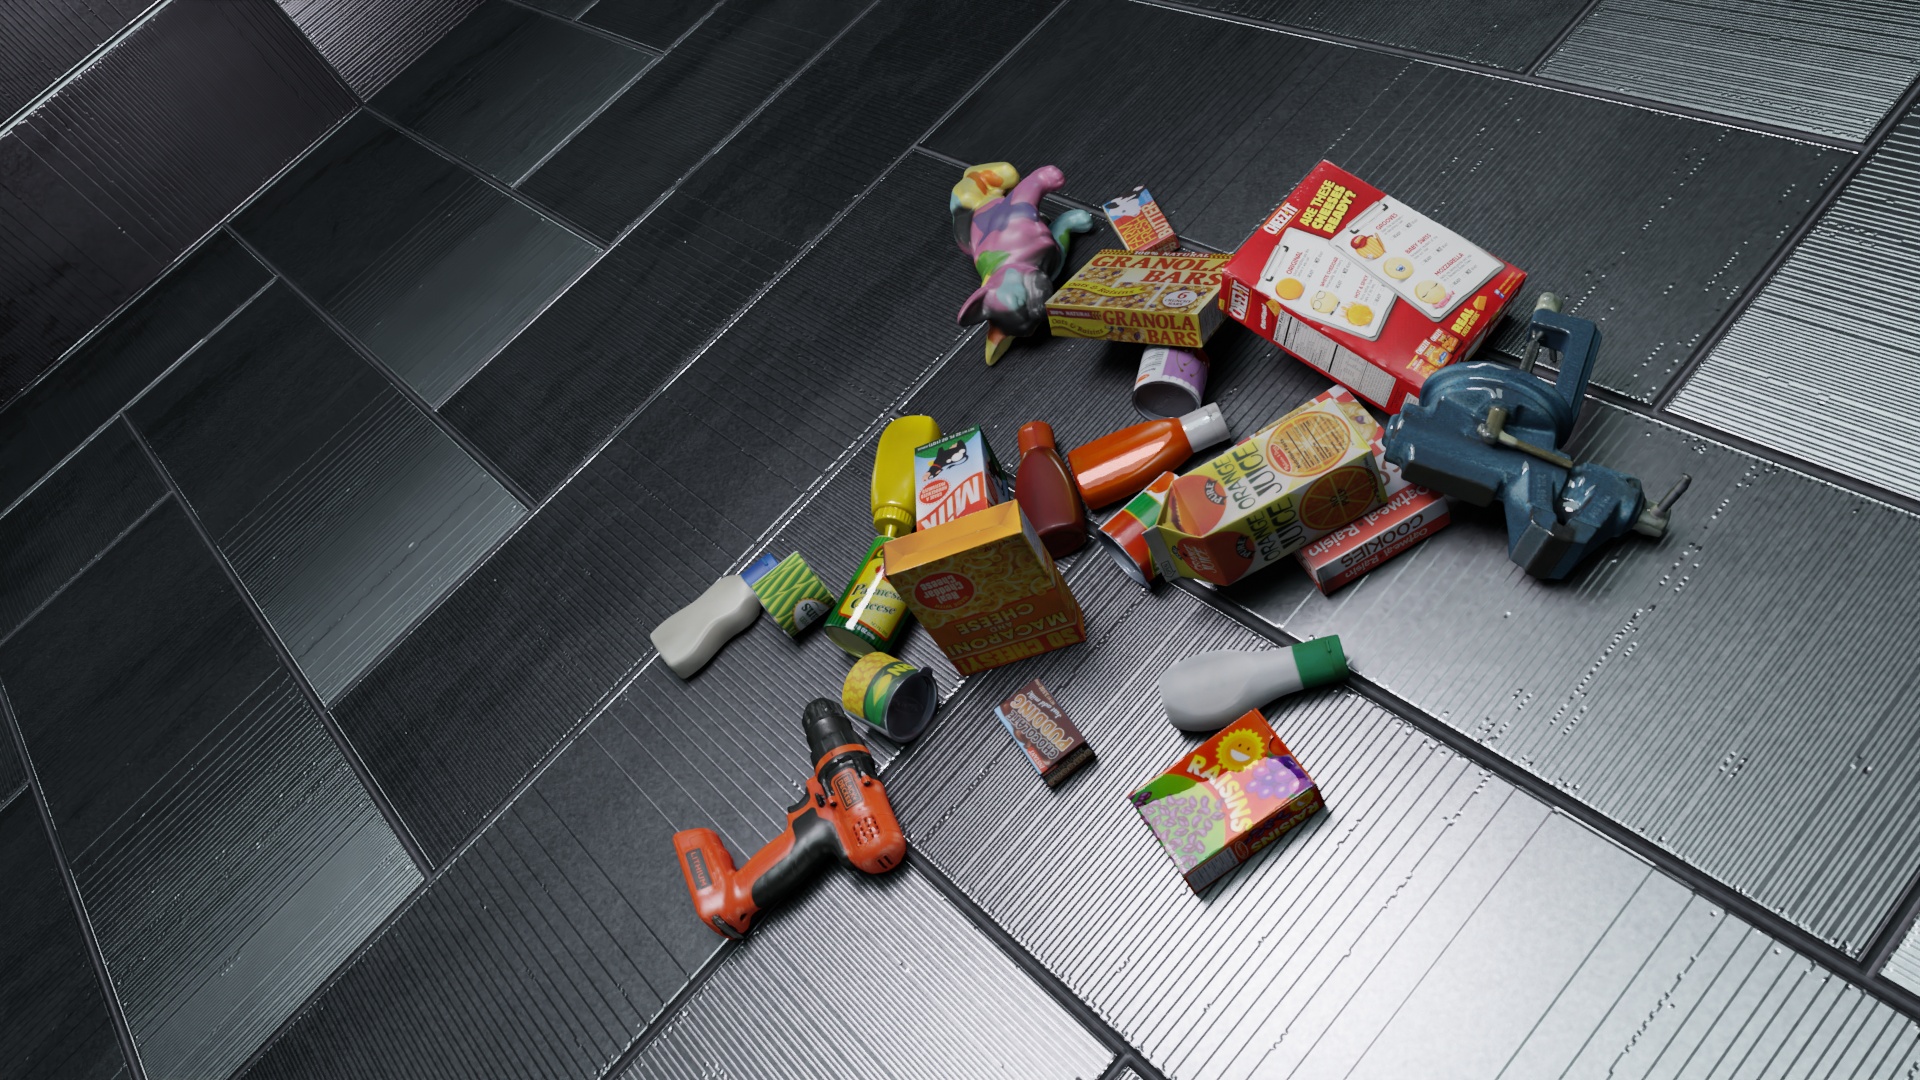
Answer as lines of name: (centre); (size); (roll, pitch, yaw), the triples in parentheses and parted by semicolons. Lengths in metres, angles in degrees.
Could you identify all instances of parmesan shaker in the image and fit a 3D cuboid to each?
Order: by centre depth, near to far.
parmesan shaker: (-0.074, 0.057, 1.315); (0.071, 0.071, 0.103); (12, 62, 35)

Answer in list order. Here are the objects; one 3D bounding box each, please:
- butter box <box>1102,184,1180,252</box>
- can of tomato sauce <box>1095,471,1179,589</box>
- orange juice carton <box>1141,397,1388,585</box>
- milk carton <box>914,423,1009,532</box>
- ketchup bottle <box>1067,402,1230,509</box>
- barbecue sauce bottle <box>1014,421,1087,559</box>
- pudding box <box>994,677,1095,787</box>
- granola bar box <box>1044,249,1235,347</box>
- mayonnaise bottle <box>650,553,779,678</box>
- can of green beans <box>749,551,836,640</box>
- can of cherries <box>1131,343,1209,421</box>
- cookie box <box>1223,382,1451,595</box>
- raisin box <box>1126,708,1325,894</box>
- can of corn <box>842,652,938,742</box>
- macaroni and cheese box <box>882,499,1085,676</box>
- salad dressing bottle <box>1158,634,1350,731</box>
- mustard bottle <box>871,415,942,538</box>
butter box: (0.197, -0.343, 1.516); (0.053, 0.024, 0.104); (-27, 46, 7)
can of tomato sauce: (0.174, -0.010, 1.234); (0.083, 0.071, 0.071); (-40, 47, -7)
orange juice carton: (0.246, -0.030, 1.152); (0.192, 0.071, 0.073); (-28, 45, 7)
milk carton: (0.005, -0.016, 1.307); (0.072, 0.073, 0.191); (-19, 40, 14)
ketchup bottle: (0.178, -0.084, 1.306); (0.149, 0.043, 0.065); (-23, 50, 10)
barbecue sauce bottle: (0.080, -0.052, 1.332); (0.065, 0.043, 0.149); (-24, 46, 19)
pudding box: (0.071, 0.162, 1.176); (0.050, 0.030, 0.084); (-36, 46, -1)
granola bar box: (0.185, -0.239, 1.359); (0.165, 0.039, 0.125); (10, 41, 34)
mayonnaise bottle: (-0.240, 0.072, 1.407); (0.148, 0.041, 0.065); (-39, 48, -6)
can of green beans: (-0.164, 0.053, 1.363); (0.058, 0.071, 0.071); (-37, 46, -4)
can of cherries: (0.204, -0.151, 1.334); (0.071, 0.071, 0.059); (-1, 53, 27)
cookie box: (0.323, -0.047, 1.203); (0.123, 0.040, 0.168); (-30, 45, 3)
raisin box: (0.203, 0.199, 1.069); (0.123, 0.040, 0.086); (-34, 45, -1)
can of corn: (-0.062, 0.137, 1.241); (0.058, 0.071, 0.071); (20, 66, 38)
macaroni and cheese box: (0.024, 0.044, 1.201); (0.123, 0.166, 0.040); (-18, 48, 15)
salad dressing bottle: (0.236, 0.112, 1.120); (0.147, 0.043, 0.064); (-17, 47, 14)
mustard bottle: (-0.060, -0.053, 1.404); (0.065, 0.048, 0.161); (-4, 54, 25)
